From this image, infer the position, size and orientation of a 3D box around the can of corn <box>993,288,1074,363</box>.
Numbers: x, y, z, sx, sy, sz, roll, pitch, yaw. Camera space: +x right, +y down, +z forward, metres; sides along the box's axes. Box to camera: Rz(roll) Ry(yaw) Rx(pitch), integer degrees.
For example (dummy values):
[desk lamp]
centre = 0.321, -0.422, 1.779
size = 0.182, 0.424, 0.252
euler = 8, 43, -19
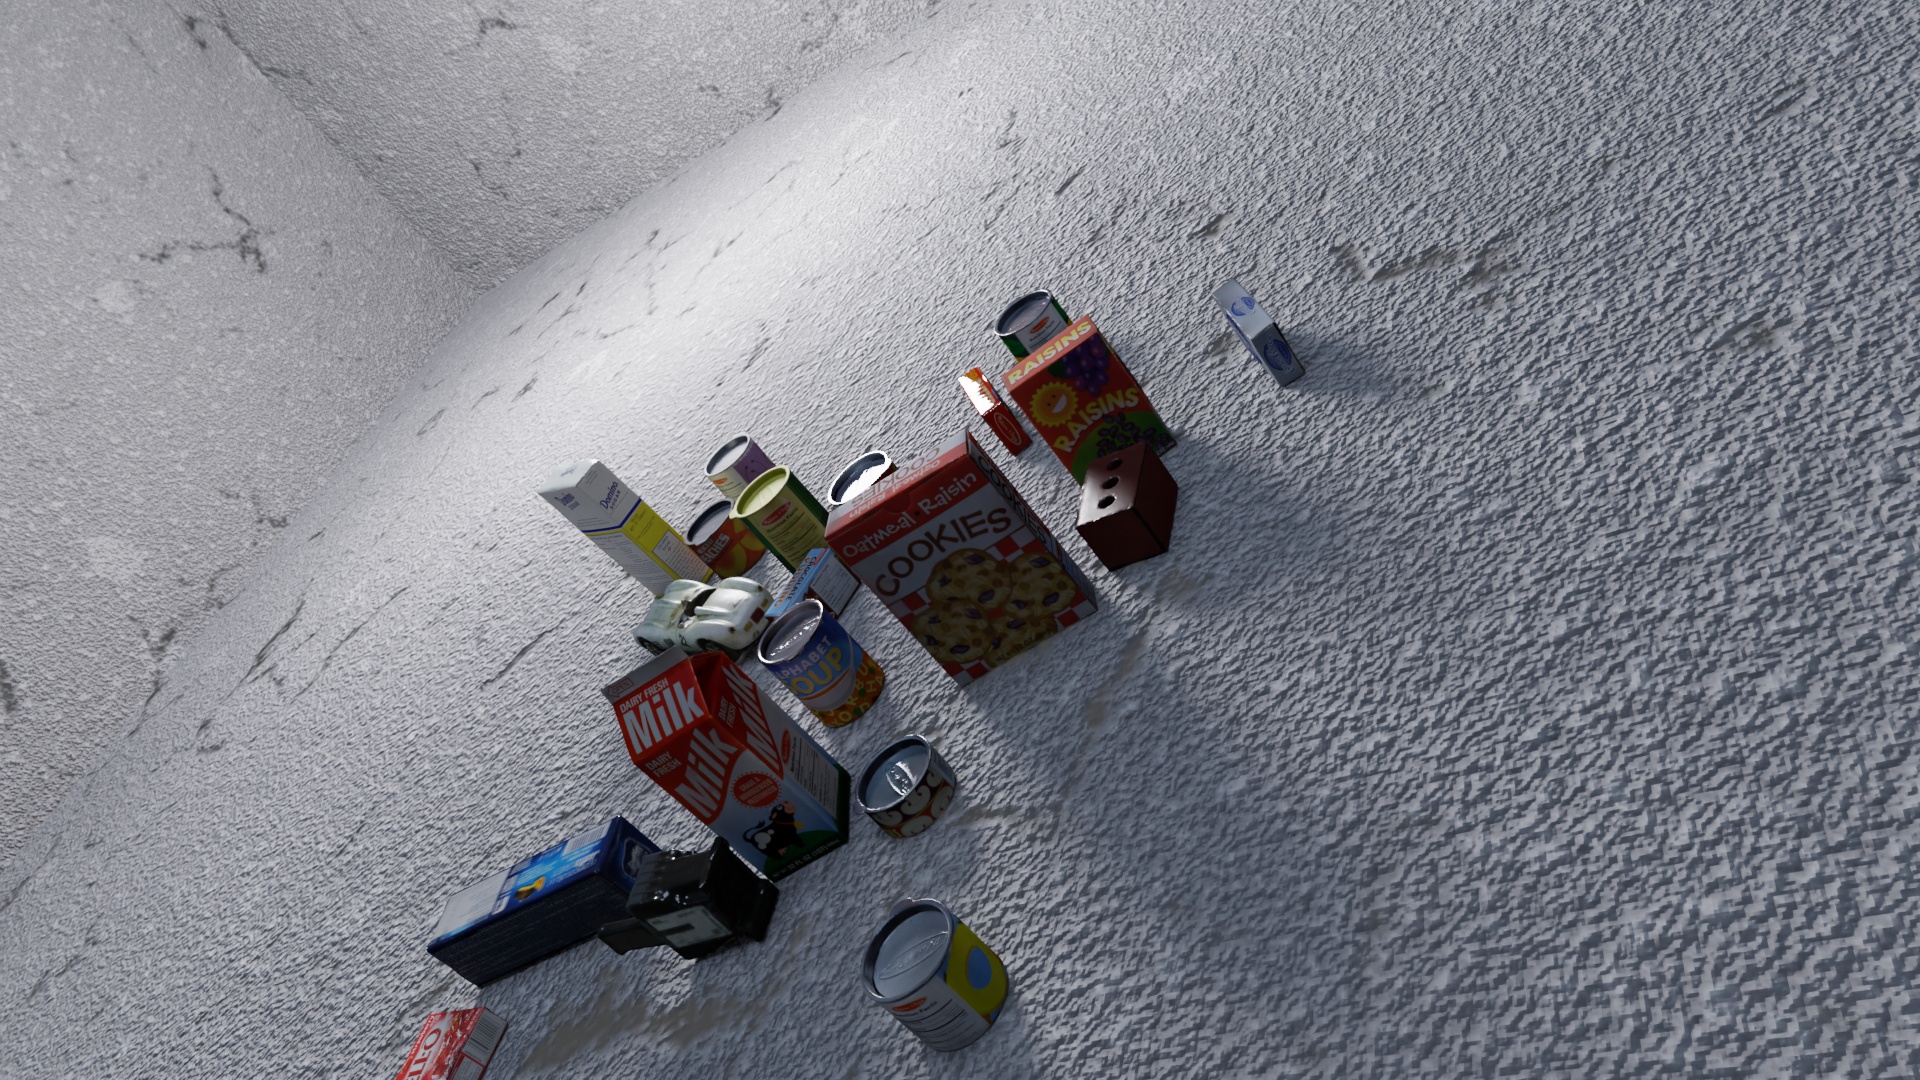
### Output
[can of corn]
centre = 0.075, -0.200, 1.339
size = 0.071, 0.058, 0.071
euler = -30, 30, 19

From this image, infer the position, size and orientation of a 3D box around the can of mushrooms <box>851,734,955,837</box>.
[can of mushrooms]
centre = -0.040, 0.173, 0.969
size = 0.071, 0.033, 0.071
euler = -29, 30, 19

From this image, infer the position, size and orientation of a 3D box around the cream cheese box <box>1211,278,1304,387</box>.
[cream cheese box]
centre = 0.235, -0.166, 1.102
size = 0.024, 0.053, 0.104
euler = -35, 29, 11

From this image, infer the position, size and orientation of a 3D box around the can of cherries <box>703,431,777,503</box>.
[can of cherries]
centre = -0.239, -0.077, 1.540
size = 0.071, 0.058, 0.072
euler = -30, 30, 19

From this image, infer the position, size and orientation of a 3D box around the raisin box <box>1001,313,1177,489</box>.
[raisin box]
centre = 0.102, -0.104, 1.100
size = 0.086, 0.123, 0.040
euler = -35, 29, 11

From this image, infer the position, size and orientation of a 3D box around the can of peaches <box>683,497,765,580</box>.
[can of peaches]
centre = -0.242, 0.001, 1.432
size = 0.071, 0.058, 0.071
euler = -30, 30, 19

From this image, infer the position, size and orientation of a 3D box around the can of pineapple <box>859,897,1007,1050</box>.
[can of pineapple]
centre = -0.015, 0.250, 0.803
size = 0.071, 0.057, 0.071
euler = -30, 30, 19

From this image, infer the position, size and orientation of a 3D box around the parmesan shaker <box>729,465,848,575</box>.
[parmesan shaker]
centre = -0.155, -0.010, 1.295
size = 0.071, 0.103, 0.072
euler = -30, 30, 19

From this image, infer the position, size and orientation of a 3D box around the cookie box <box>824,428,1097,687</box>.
[cookie box]
centre = 0.002, 0.016, 1.002
size = 0.122, 0.167, 0.040
euler = -31, 29, 16

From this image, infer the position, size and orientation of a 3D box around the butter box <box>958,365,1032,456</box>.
[butter box]
centre = 0.031, -0.121, 1.283
size = 0.024, 0.053, 0.104
euler = -37, 28, 6

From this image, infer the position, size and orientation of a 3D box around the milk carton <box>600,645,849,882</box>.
[milk carton]
centre = -0.164, 0.150, 0.985
size = 0.072, 0.190, 0.074
euler = -31, 29, 16

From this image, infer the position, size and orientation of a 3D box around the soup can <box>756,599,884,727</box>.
[soup can]
centre = -0.110, 0.100, 1.104
size = 0.071, 0.083, 0.072
euler = -30, 30, 19

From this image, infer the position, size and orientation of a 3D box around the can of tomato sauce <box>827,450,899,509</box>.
[can of tomato sauce]
centre = -0.065, -0.029, 1.236
size = 0.071, 0.083, 0.071
euler = -30, 30, 19

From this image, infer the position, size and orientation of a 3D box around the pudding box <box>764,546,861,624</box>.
[pudding box]
centre = -0.130, 0.052, 1.234
size = 0.030, 0.049, 0.084
euler = -6, 43, 47
